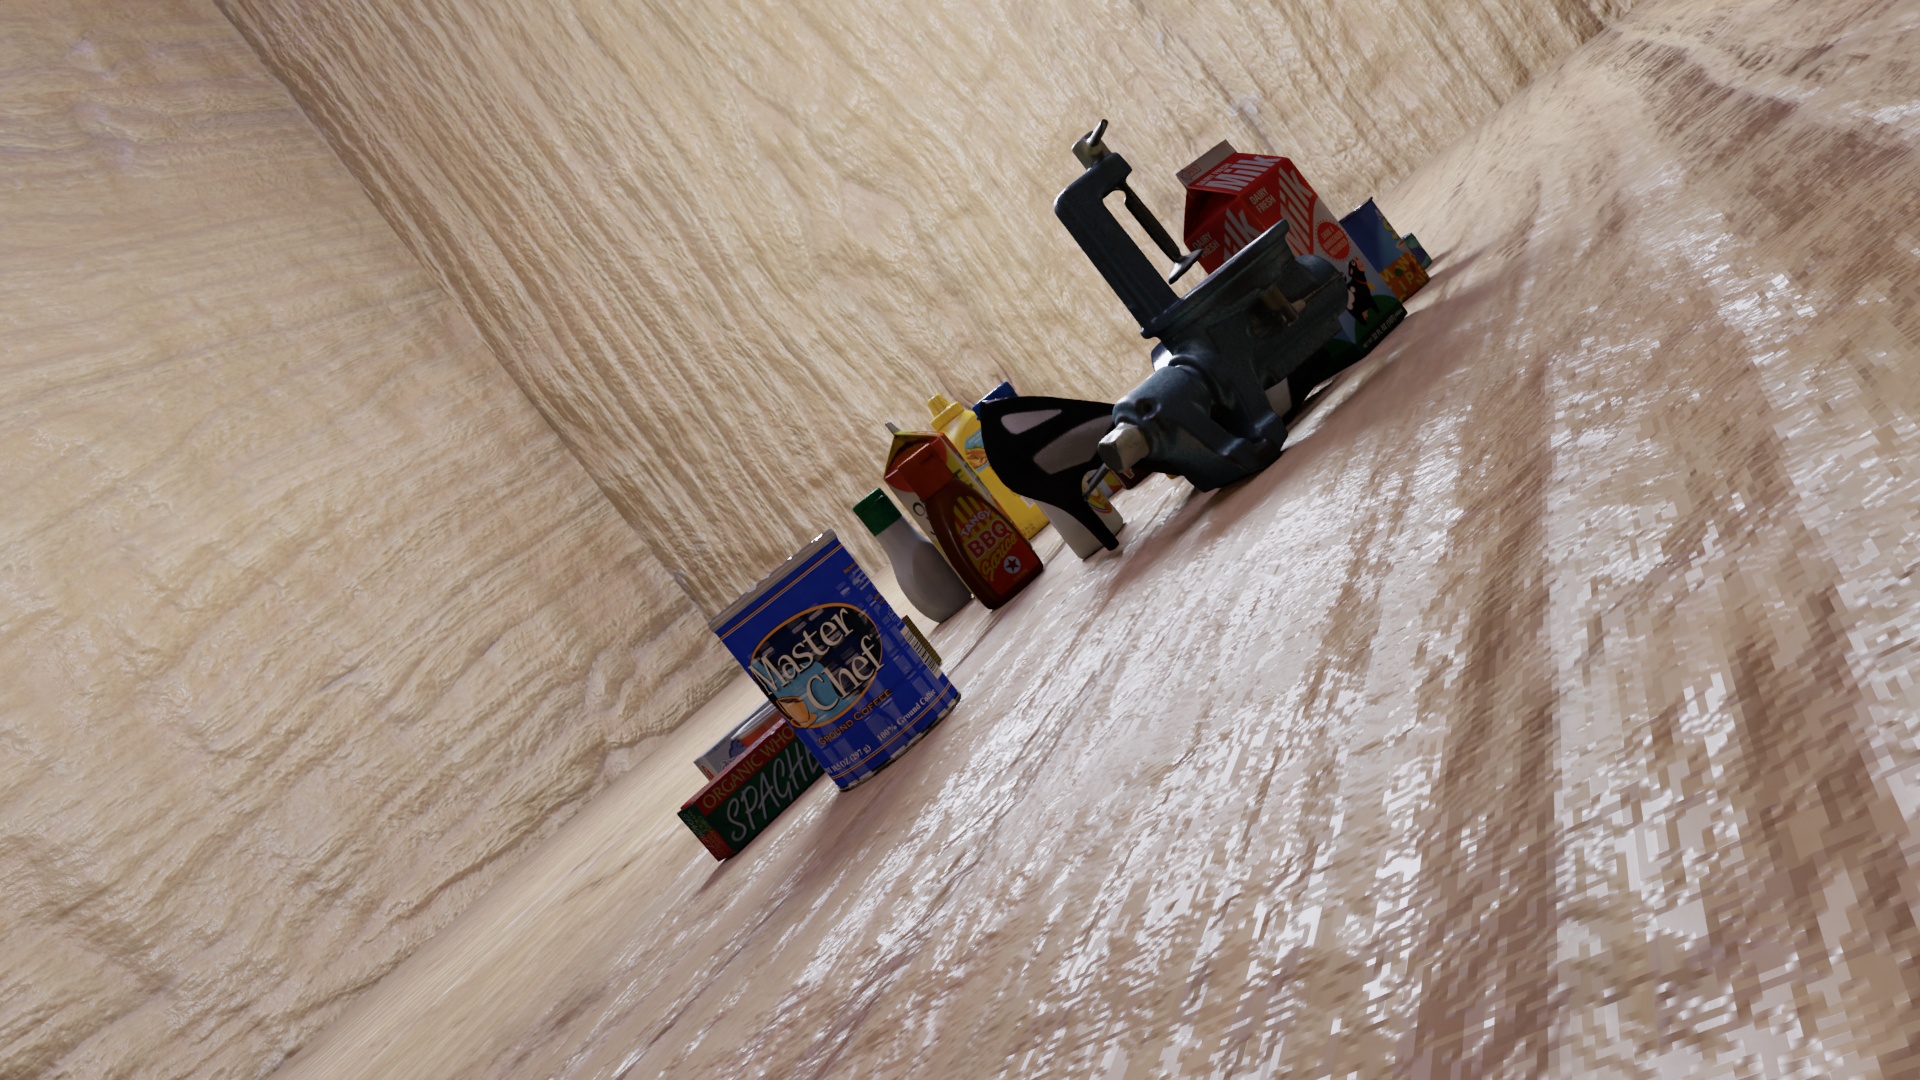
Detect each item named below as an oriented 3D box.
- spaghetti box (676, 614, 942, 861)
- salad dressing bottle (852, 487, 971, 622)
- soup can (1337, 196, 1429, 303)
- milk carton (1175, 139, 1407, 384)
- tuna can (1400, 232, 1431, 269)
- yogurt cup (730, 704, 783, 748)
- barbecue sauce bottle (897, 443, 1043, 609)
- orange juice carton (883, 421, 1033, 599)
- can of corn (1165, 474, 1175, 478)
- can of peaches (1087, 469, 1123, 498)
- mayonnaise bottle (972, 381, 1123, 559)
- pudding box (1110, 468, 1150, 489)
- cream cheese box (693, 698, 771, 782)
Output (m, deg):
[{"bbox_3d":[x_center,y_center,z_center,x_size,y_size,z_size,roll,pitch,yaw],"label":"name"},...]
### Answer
[{"bbox_3d":[-0.108,0.145,1.057,0.251,0.050,0.028,-41,4,-40],"label":"spaghetti box"},{"bbox_3d":[-0.050,0.014,1.407,0.064,0.147,0.043,-40,3,-35],"label":"salad dressing bottle"},{"bbox_3d":[0.341,-0.233,1.156,0.071,0.083,0.071,-38,3,2],"label":"soup can"},{"bbox_3d":[0.240,-0.215,1.048,0.073,0.190,0.073,-40,3,-33],"label":"milk carton"},{"bbox_3d":[0.390,-0.246,1.254,0.071,0.033,0.071,-38,3,2],"label":"tuna can"},{"bbox_3d":[-0.150,0.166,1.187,0.072,0.054,0.072,-38,3,2],"label":"yogurt cup"},{"bbox_3d":[0.004,-0.015,1.201,0.065,0.148,0.043,-39,3,-25],"label":"barbecue sauce bottle"},{"bbox_3d":[-0.013,-0.042,1.381,0.073,0.192,0.072,-38,3,7],"label":"orange juice carton"},{"bbox_3d":[0.180,-0.092,1.156,0.071,0.058,0.071,-38,3,2],"label":"can of corn"},{"bbox_3d":[0.137,-0.074,1.386,0.071,0.058,0.071,-38,3,2],"label":"can of peaches"},{"bbox_3d":[0.068,-0.057,1.096,0.041,0.148,0.065,-37,3,26],"label":"mayonnaise bottle"},{"bbox_3d":[0.174,-0.092,1.303,0.084,0.049,0.030,-38,3,-1],"label":"pudding box"},{"bbox_3d":[-0.192,0.193,1.283,0.024,0.053,0.104,-35,4,45],"label":"cream cheese box"}]
